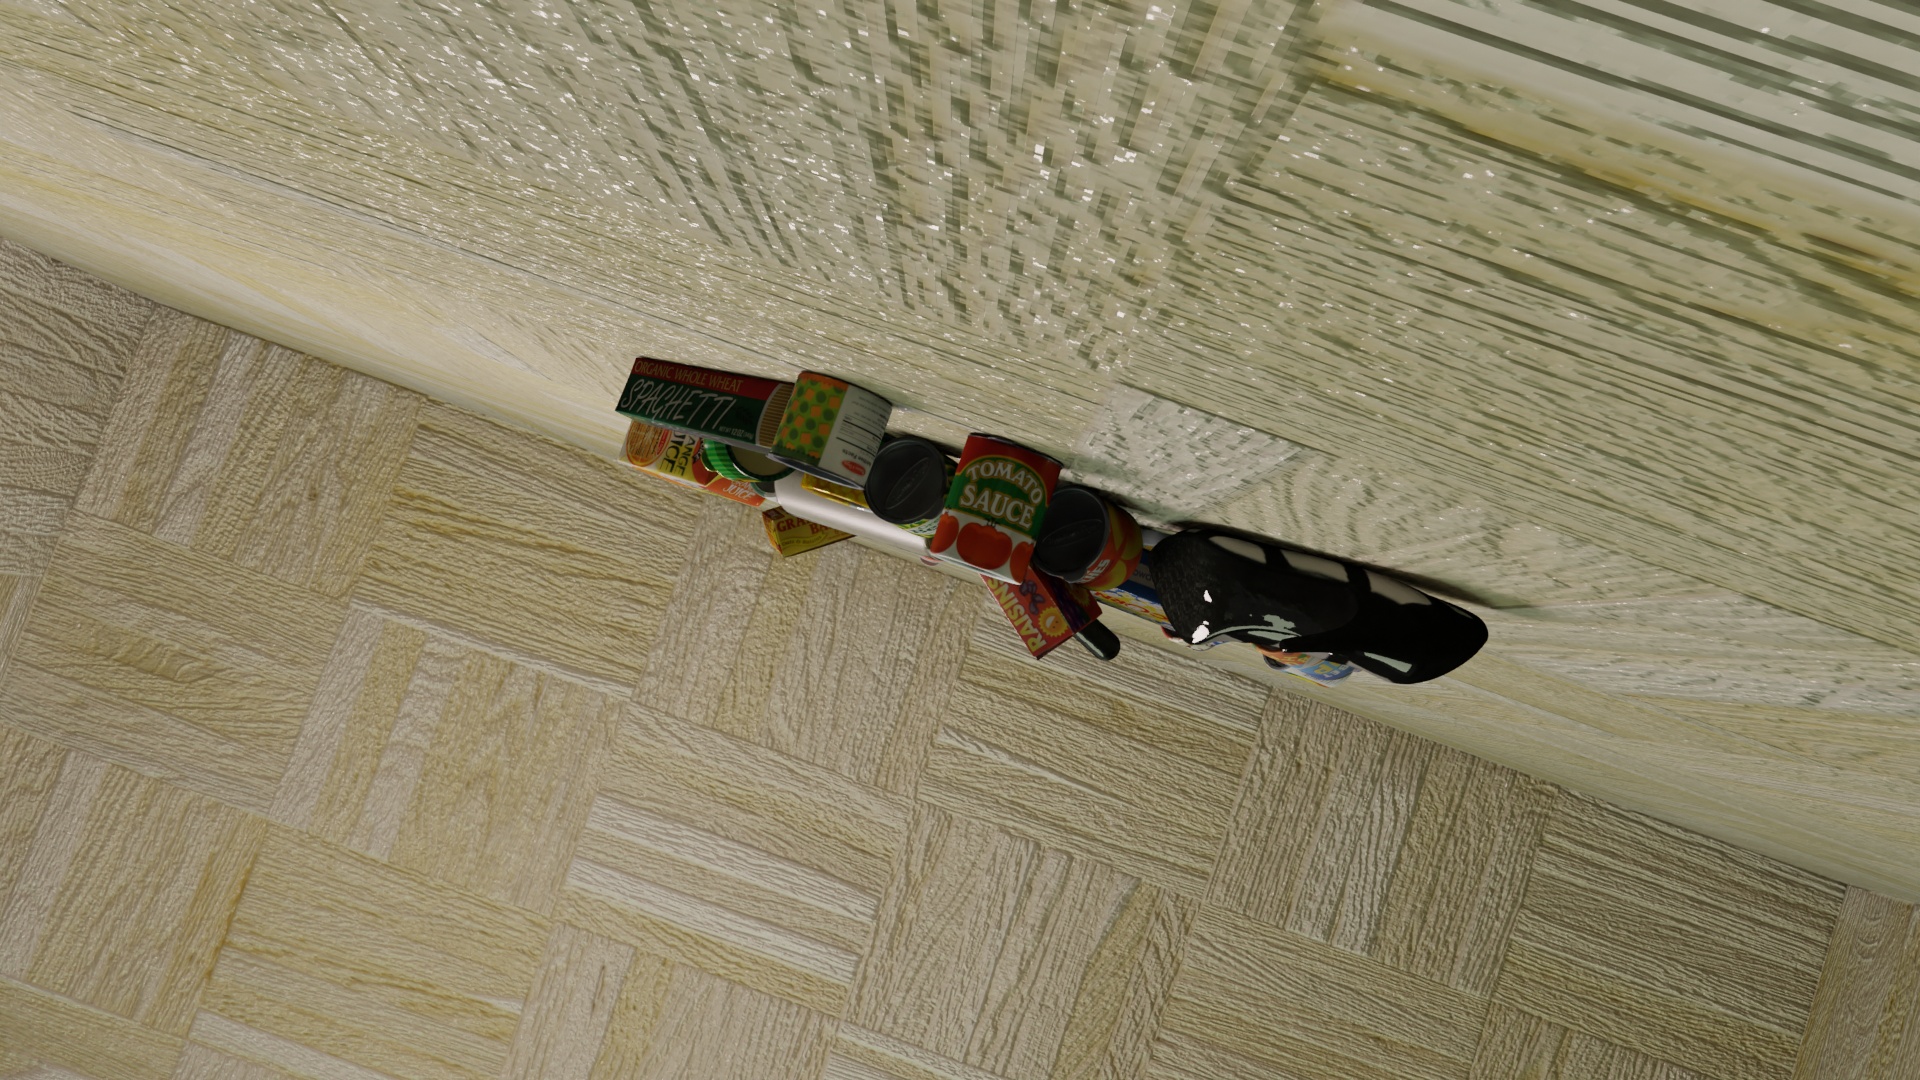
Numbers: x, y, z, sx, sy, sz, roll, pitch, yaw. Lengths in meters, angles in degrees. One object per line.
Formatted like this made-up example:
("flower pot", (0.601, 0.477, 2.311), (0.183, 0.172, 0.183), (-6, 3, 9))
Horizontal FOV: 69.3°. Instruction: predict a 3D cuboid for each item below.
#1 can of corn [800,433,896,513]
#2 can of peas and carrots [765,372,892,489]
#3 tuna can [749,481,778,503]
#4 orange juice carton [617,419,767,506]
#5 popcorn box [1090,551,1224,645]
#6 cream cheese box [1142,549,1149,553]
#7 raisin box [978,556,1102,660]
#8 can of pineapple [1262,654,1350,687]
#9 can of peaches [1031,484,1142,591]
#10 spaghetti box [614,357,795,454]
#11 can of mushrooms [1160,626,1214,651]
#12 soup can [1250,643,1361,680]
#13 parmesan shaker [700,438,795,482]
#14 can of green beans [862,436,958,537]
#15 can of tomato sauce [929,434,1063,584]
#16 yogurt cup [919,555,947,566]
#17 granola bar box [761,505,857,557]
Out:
("can of corn", (-0.087, -0.059, 1.077), (0.071, 0.058, 0.071), (19, 176, 2))
("can of peas and carrots", (-0.086, -0.071, 0.903), (0.071, 0.059, 0.071), (20, 176, 2))
("tuna can", (-0.162, -0.069, 1.280), (0.071, 0.071, 0.033), (16, 174, 33))
("orange juice carton", (-0.248, -0.086, 1.378), (0.193, 0.073, 0.072), (15, 174, 40))
("popcorn box", (0.166, 0.044, 1.123), (0.127, 0.038, 0.085), (21, 168, -4))
("cream cheese box", (0.180, 0.022, 1.179), (0.104, 0.024, 0.053), (19, 176, -4))
("raisin box", (0.047, 0.019, 1.020), (0.123, 0.040, 0.086), (57, -160, 4))
("can of pineapple", (0.304, 0.088, 1.204), (0.058, 0.071, 0.071), (21, 175, -22))
("can of peaches", (0.089, 0.002, 0.990), (0.071, 0.071, 0.058), (16, 176, 35))
("spaghetti box", (-0.177, -0.098, 1.032), (0.250, 0.050, 0.028), (15, 172, 45))
("can of mushrooms", (0.222, 0.071, 1.327), (0.033, 0.071, 0.071), (23, 174, -32))
("soup can", (0.270, 0.069, 1.075), (0.071, 0.071, 0.084), (15, 174, 46))
("parmesan shaker", (-0.166, -0.077, 1.105), (0.071, 0.071, 0.103), (21, 176, -19))
("can of green beans", (-0.032, -0.039, 1.037), (0.071, 0.071, 0.058), (17, 176, 21))
("can of tomato sauce", (0.023, -0.020, 0.911), (0.071, 0.083, 0.071), (19, 176, 1))
("yogurt cup", (-0.021, -0.017, 1.323), (0.072, 0.072, 0.054), (18, 168, 10))
("granola bar box", (-0.121, -0.024, 1.325), (0.124, 0.039, 0.165), (-18, -173, -10))
